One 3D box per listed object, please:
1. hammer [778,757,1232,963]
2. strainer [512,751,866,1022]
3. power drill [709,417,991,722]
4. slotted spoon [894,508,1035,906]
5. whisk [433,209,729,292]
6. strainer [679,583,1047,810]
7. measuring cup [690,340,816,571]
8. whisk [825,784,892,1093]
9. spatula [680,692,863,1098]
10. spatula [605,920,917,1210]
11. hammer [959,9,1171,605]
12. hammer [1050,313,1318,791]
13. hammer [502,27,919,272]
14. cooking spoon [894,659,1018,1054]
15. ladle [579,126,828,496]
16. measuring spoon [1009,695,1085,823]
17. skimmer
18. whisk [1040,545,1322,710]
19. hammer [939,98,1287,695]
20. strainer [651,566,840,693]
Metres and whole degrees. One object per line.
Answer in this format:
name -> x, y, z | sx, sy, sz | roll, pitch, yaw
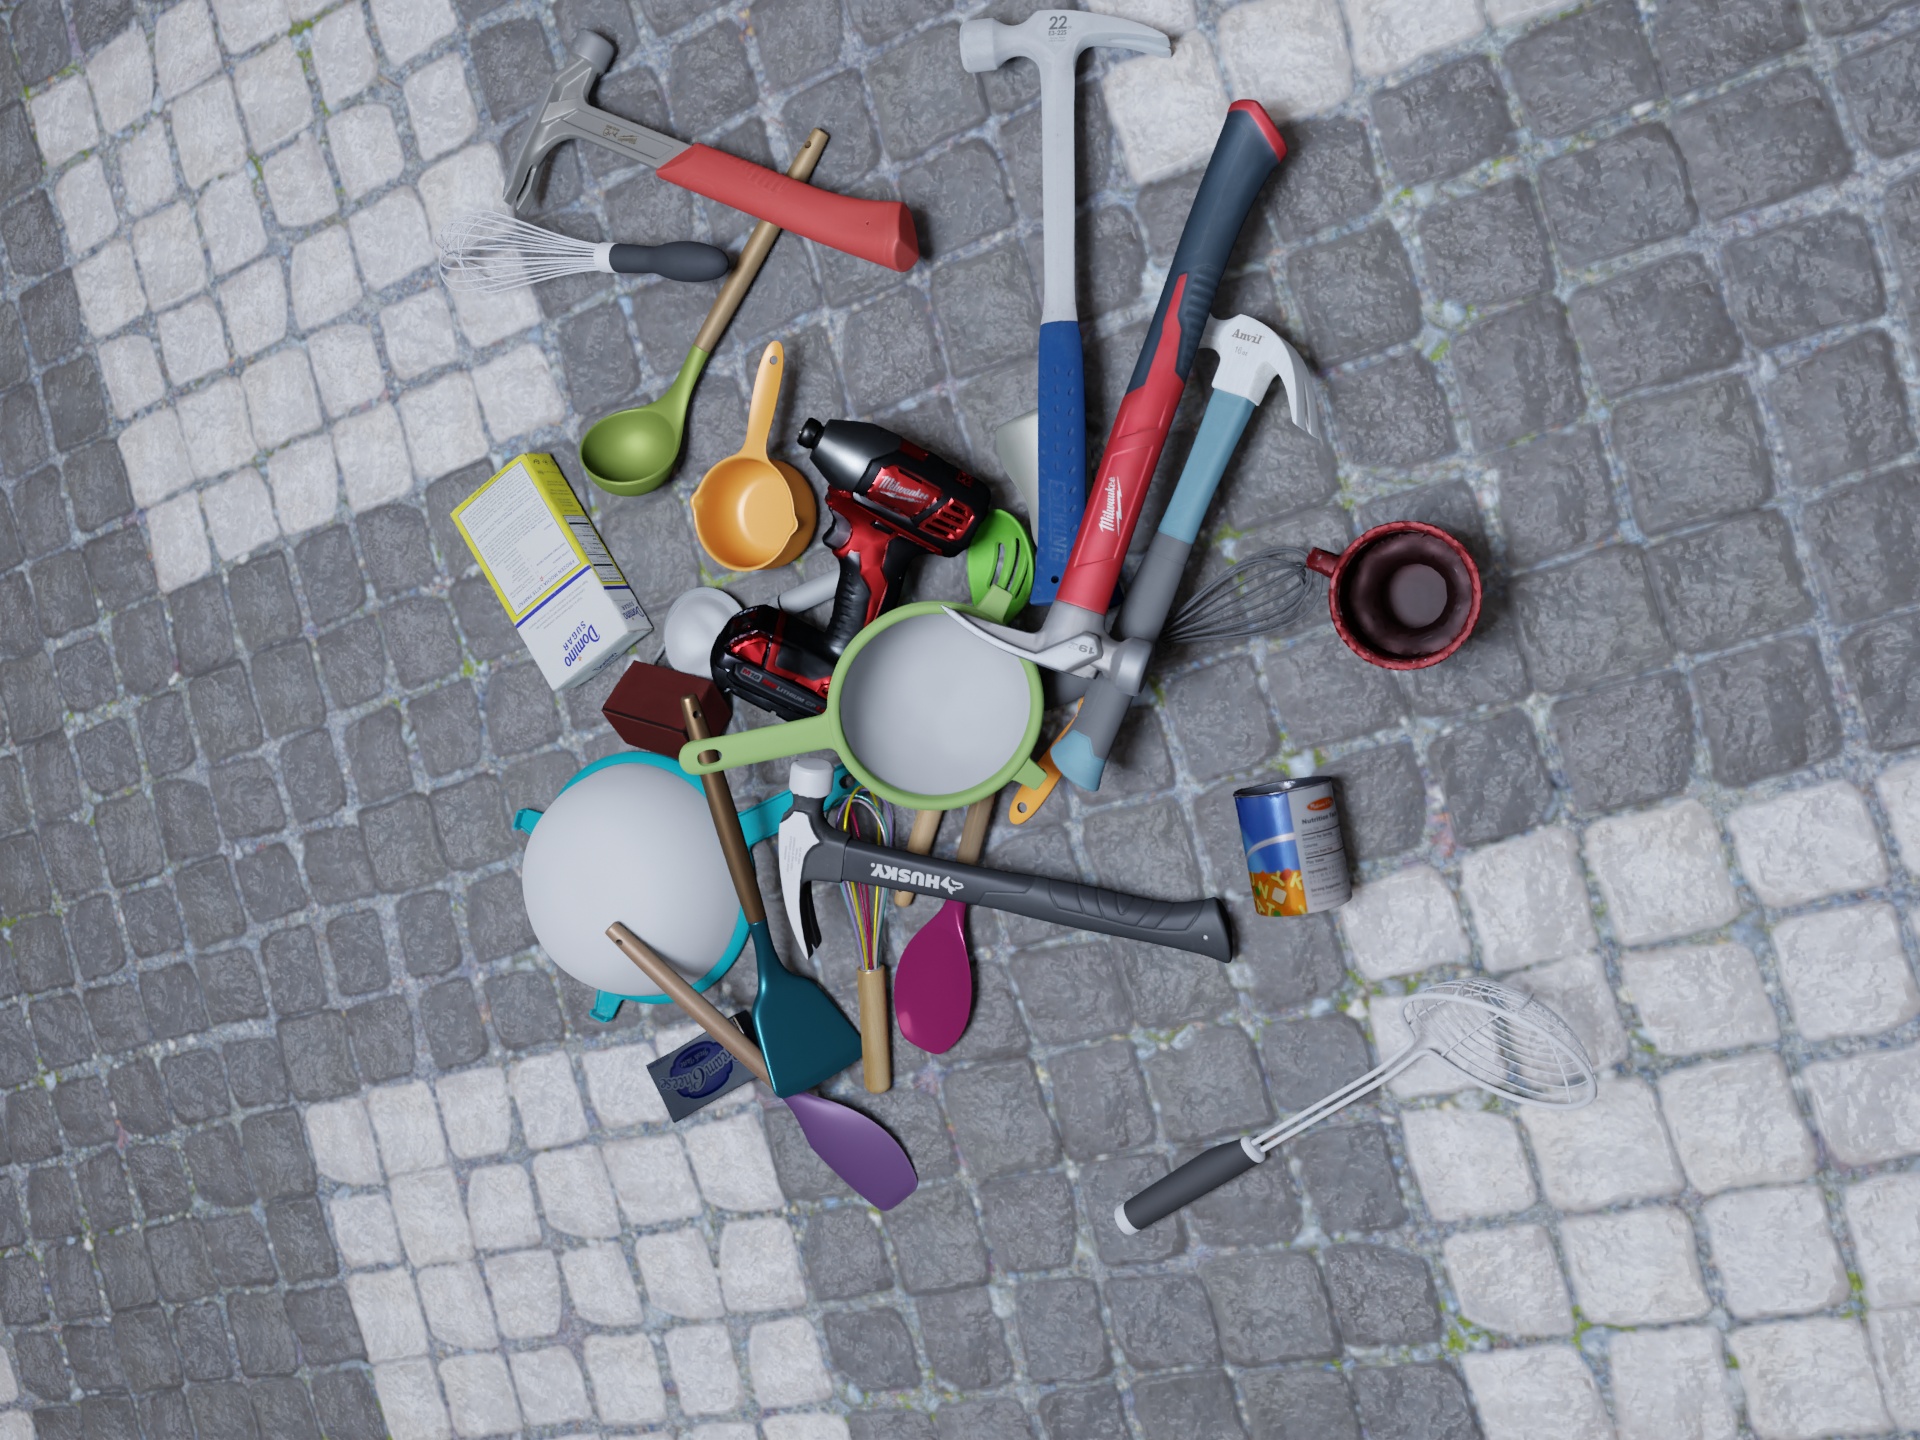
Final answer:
hammer -> 0.030, 0.128, 1.144 | 0.335, 0.035, 0.146 | 11, 107, 10
strainer -> -0.225, 0.109, 1.253 | 0.340, 0.095, 0.211 | -25, 85, 25
power drill -> -0.089, -0.109, 1.153 | 0.143, 0.079, 0.219 | 28, 111, -13
slotted spoon -> -0.002, -0.004, 1.183 | 0.070, 0.031, 0.313 | 31, 110, 42
whisk -> -0.300, -0.365, 1.246 | 0.285, 0.070, 0.070 | 10, 99, 25
strainer -> -0.071, -0.006, 1.125 | 0.256, 0.069, 0.151 | -12, 108, 0
measuring cup -> -0.145, -0.199, 1.213 | 0.095, 0.052, 0.173 | 15, 99, 21
whisk -> -0.073, 0.169, 1.217 | 0.051, 0.047, 0.245 | -3, 100, -2
spatula -> -0.155, 0.129, 1.202 | 0.044, 0.082, 0.317 | 13, 123, 57
spatula -> -0.155, 0.266, 1.235 | 0.316, 0.018, 0.059 | 44, 110, -6
hammer -> 0.073, -0.282, 1.086 | 0.144, 0.035, 0.405 | -1, 89, 13
hammer -> 0.138, -0.111, 1.071 | 0.128, 0.033, 0.331 | 28, 100, 38
hammer -> -0.187, -0.400, 1.193 | 0.359, 0.036, 0.149 | 28, 95, 23
cooking spoon -> 0.006, 0.103, 1.187 | 0.069, 0.017, 0.318 | 22, 108, 27
ladle -> -0.193, -0.312, 1.220 | 0.078, 0.062, 0.320 | 40, 106, 24
measuring spoon -> 0.068, 0.030, 1.164 | 0.021, 0.011, 0.117 | 38, 108, 15
skimmer -> 0.247, 0.282, 1.070 | 0.363, 0.090, 0.127 | -38, 112, 24
whisk -> 0.141, -0.056, 1.109 | 0.239, 0.055, 0.055 | -25, 85, 28
hammer -> 0.112, -0.220, 1.040 | 0.143, 0.038, 0.386 | 19, 91, 12
strainer -> -0.147, -0.086, 1.232 | 0.258, 0.050, 0.087 | -22, 86, 20
